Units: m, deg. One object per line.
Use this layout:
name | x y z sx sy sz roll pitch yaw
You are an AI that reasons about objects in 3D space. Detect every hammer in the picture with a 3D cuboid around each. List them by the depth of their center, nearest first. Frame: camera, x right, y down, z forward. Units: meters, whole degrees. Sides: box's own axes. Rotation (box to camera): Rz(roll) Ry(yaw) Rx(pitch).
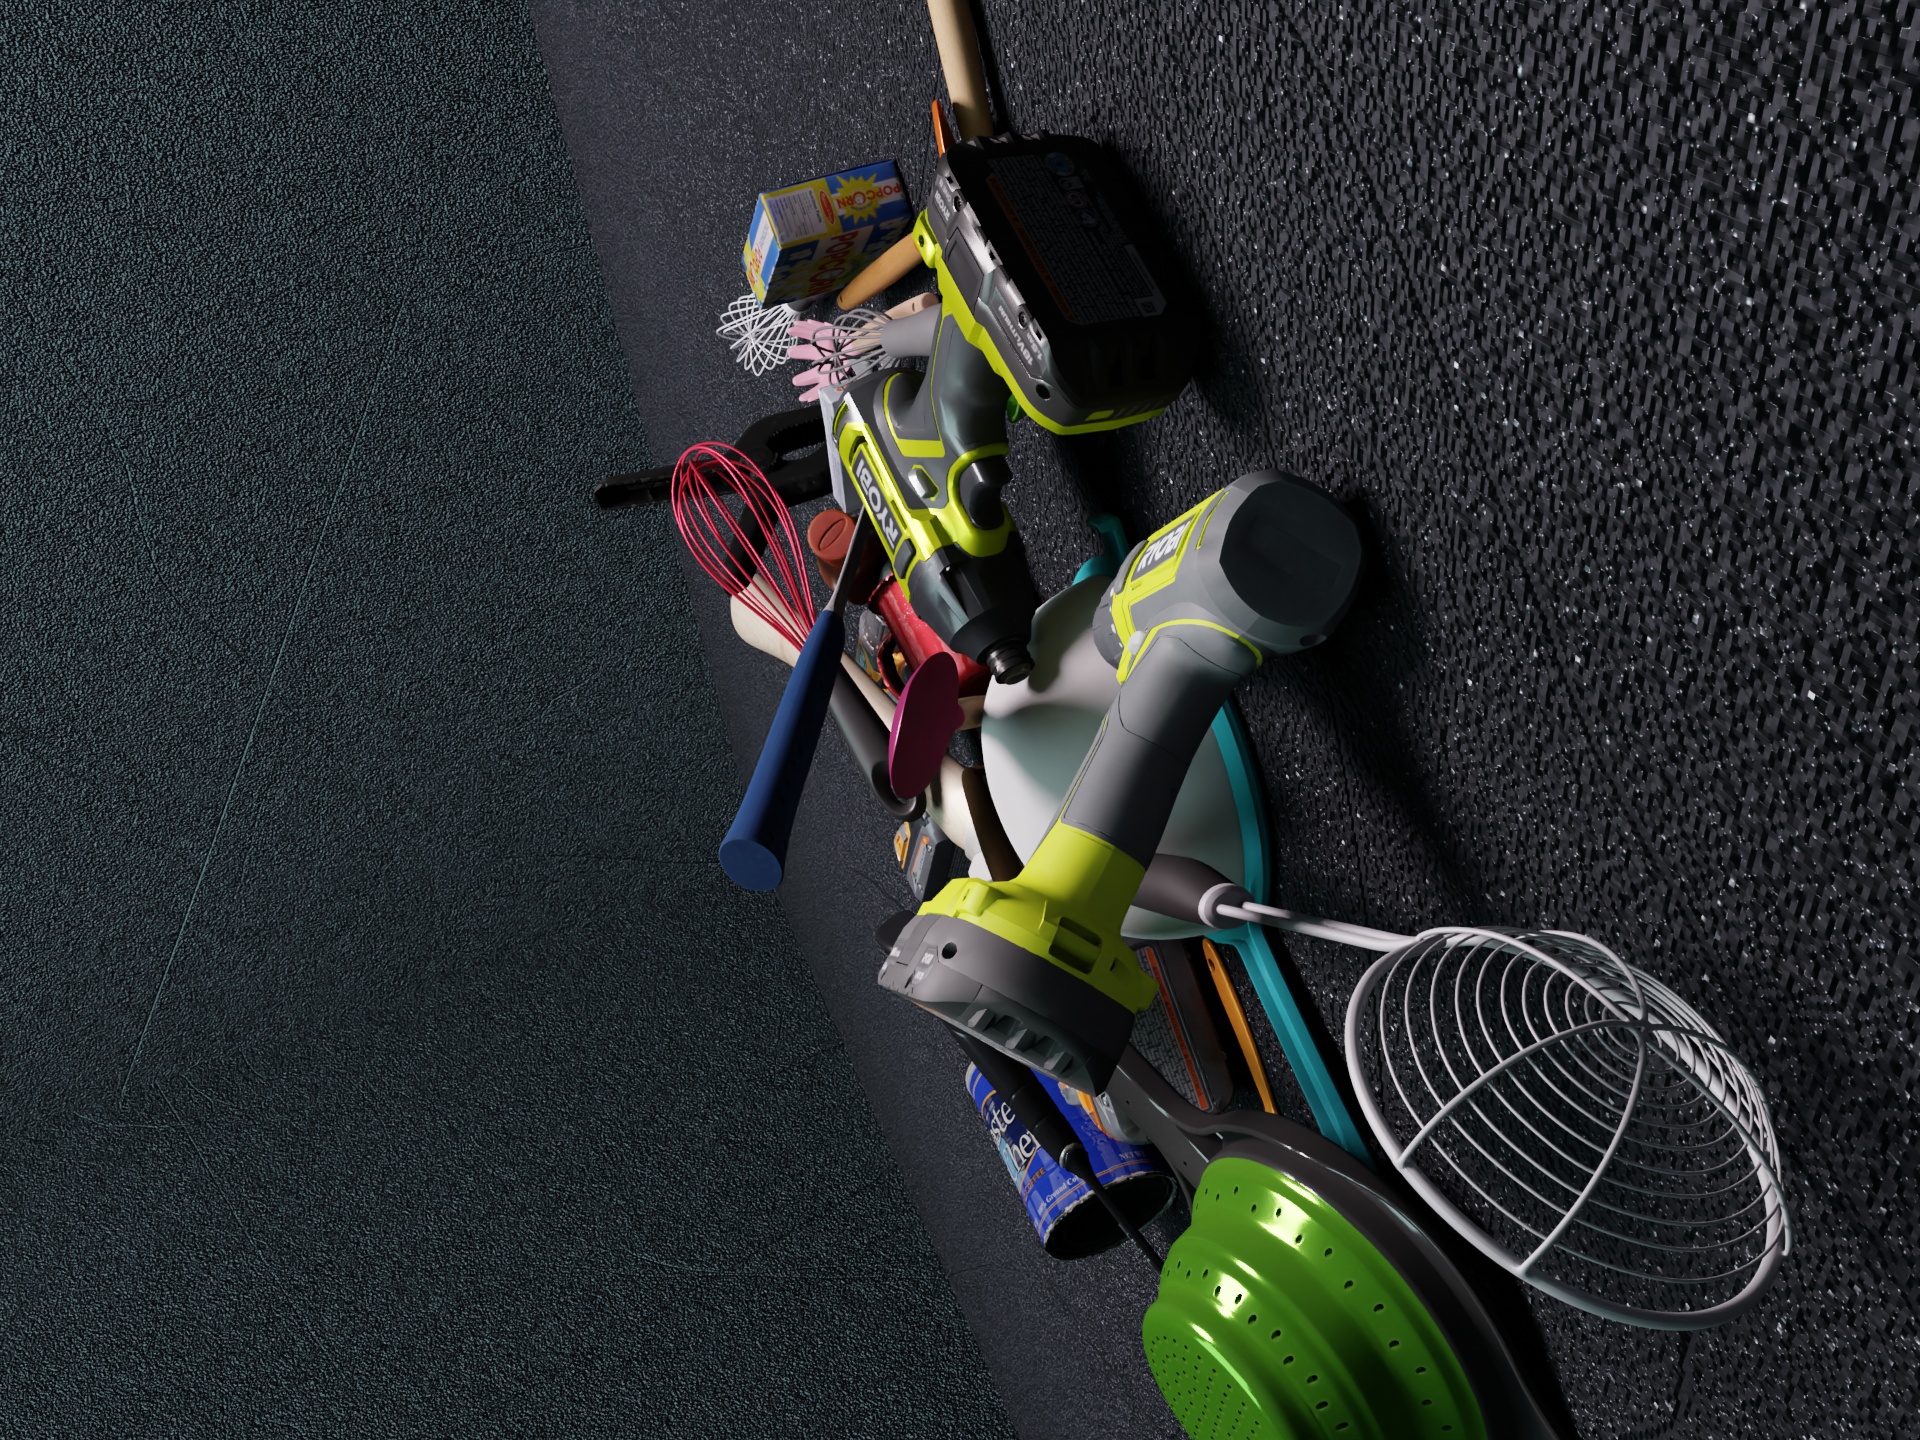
hammer | -0.078 -0.069 0.970 0.406 0.035 0.143 -77 -14 -45
hammer | 0.081 0.285 0.997 0.409 0.036 0.149 52 172 -3
hammer | -0.063 -0.018 1.134 0.411 0.038 0.146 42 120 46

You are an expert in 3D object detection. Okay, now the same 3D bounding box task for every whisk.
whisk | -0.033 -0.217 0.916 0.239 0.055 0.055 19 127 66
whisk | -0.105 -0.060 1.057 0.296 0.073 0.073 58 165 8
whisk | -0.136 -0.326 1.255 0.285 0.070 0.070 6 115 70

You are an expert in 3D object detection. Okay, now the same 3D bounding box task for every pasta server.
pasta server | -0.069 -0.262 1.091 0.316 0.040 0.060 -160 59 -72

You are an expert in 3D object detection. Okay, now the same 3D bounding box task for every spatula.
spatula | -0.035 -0.267 0.903 0.323 0.041 0.081 -168 66 -72

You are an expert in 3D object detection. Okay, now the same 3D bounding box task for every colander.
colander | 0.099 0.240 0.759 0.397 0.094 0.204 43 151 33

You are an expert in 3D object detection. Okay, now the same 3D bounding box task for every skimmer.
skimmer | 0.123 0.103 0.563 0.363 0.127 0.090 -176 90 -70

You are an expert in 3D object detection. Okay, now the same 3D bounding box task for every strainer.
strainer | 0.090 0.082 0.788 0.210 0.095 0.341 98 152 -64

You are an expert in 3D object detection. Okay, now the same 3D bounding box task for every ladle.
ladle | 0.028 0.089 0.854 0.031 0.069 0.316 -62 17 15

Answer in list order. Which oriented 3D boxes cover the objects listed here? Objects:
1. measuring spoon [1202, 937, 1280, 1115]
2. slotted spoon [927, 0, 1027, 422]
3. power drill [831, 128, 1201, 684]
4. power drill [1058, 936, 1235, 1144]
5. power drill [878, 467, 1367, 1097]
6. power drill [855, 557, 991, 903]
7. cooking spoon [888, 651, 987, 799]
measuring spoon | 0.150 0.174 0.858 0.021 0.011 0.117 139 112 -76
slotted spoon | 0.004 -0.299 0.752 0.070 0.031 0.313 -115 11 -75
power drill | 0.017 -0.132 0.715 0.171 0.080 0.223 64 153 20
power drill | 0.084 0.166 0.980 0.226 0.084 0.164 148 103 -81
power drill | 0.058 0.021 0.626 0.080 0.228 0.190 30 169 -7
power drill | -0.023 0.001 1.193 0.185 0.084 0.226 103 151 -55
cooking spoon | -0.001 -0.003 0.828 0.319 0.017 0.069 -11 -66 -80
